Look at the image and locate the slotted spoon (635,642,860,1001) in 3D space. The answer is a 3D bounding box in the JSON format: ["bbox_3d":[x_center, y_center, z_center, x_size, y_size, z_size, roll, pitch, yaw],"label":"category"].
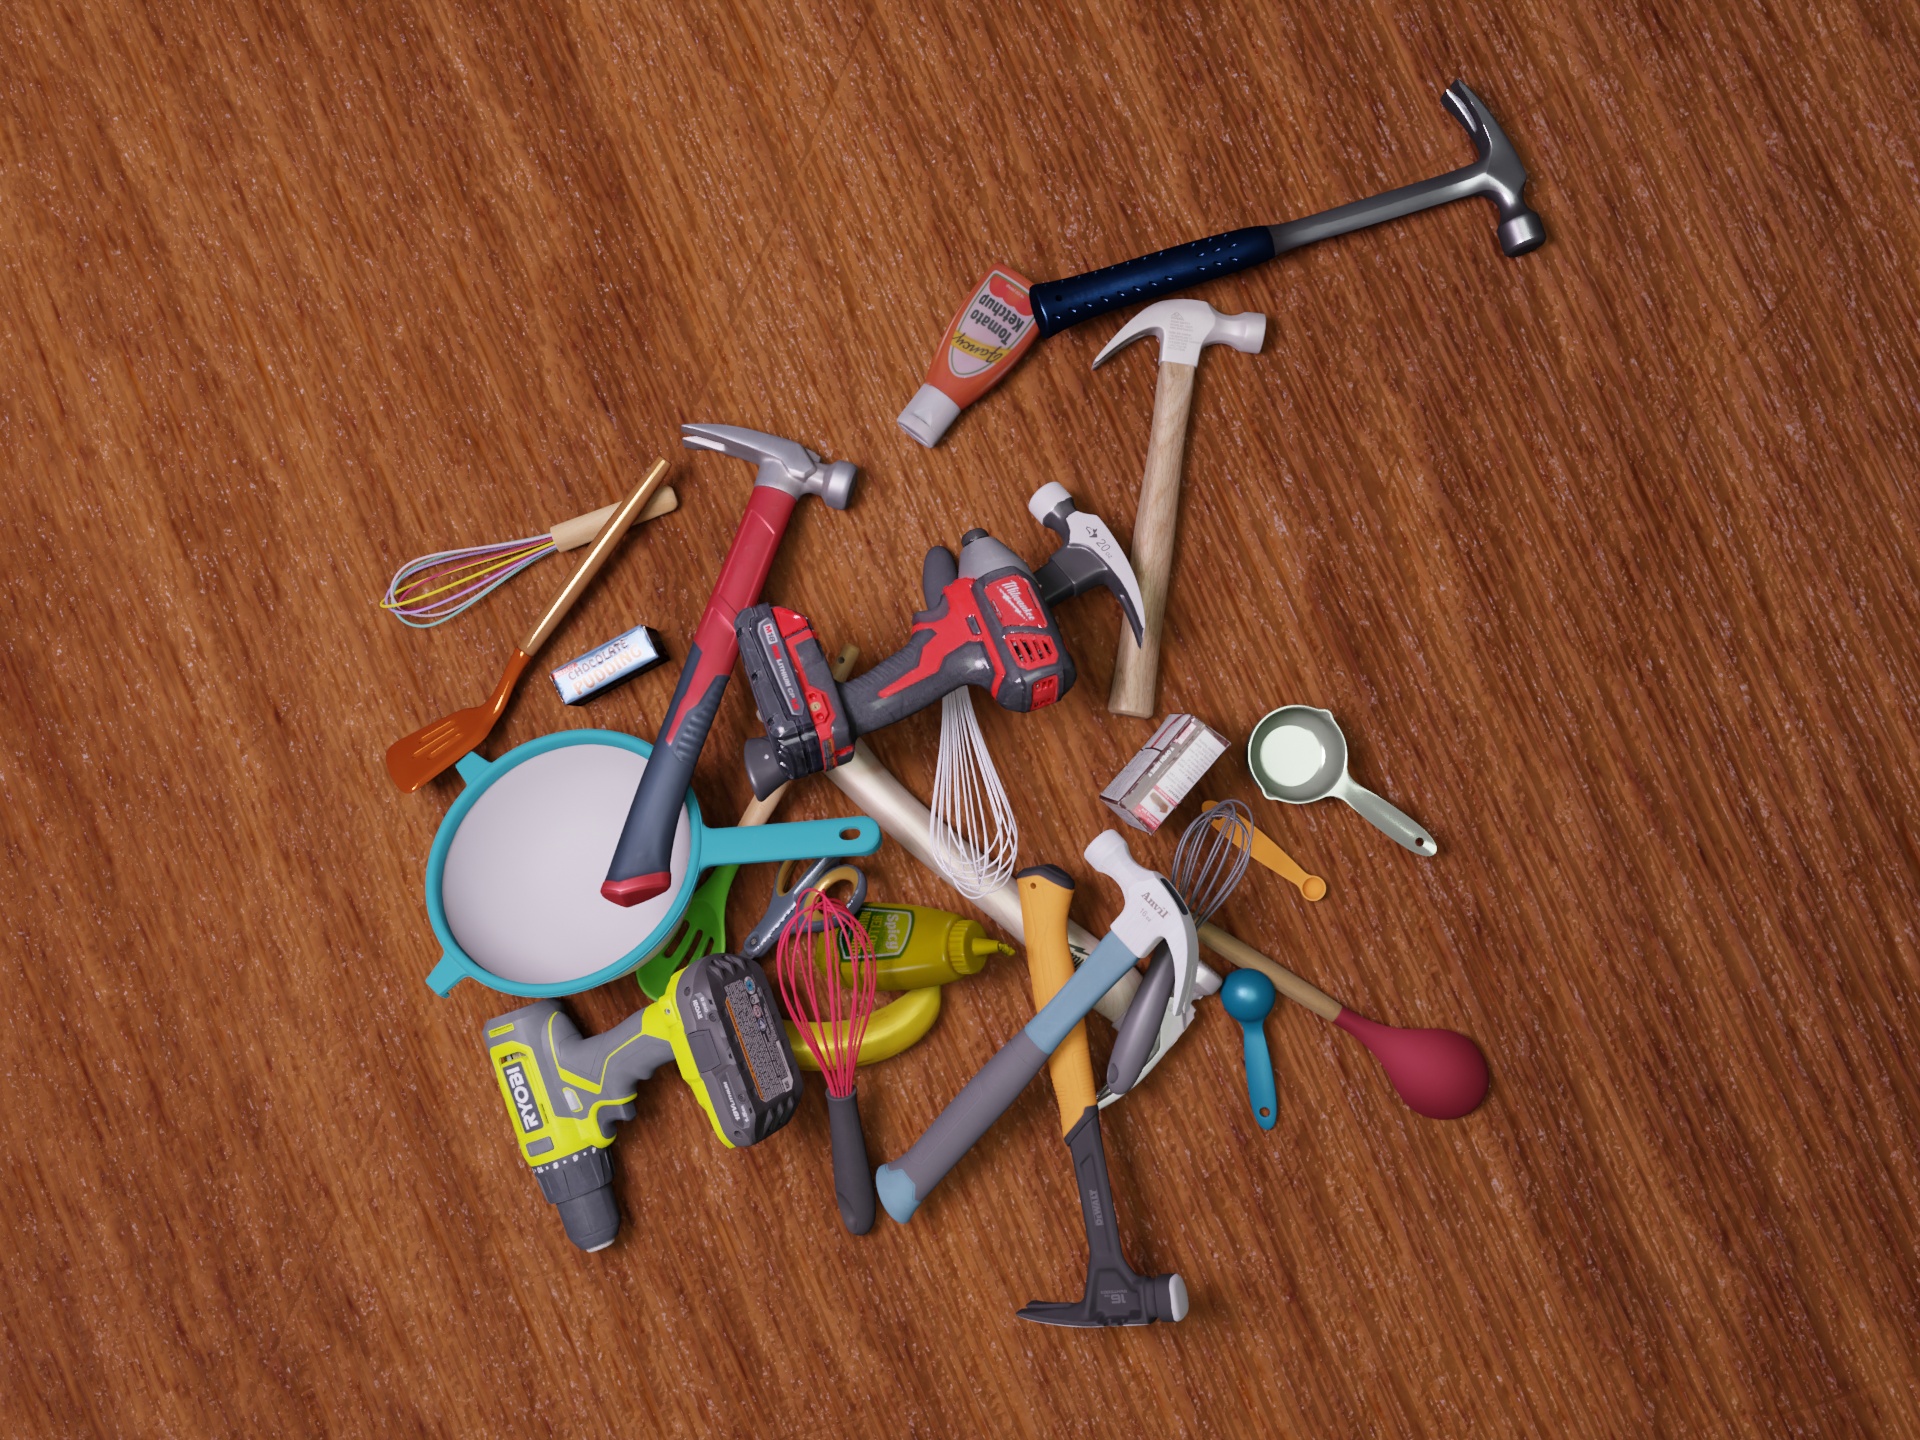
[{"bbox_3d":[-0.157,0.079,1.223,0.070,0.031,0.314,32,96,19],"label":"slotted spoon"}]

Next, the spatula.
[{"bbox_3d":[-0.330,-0.077,1.232,0.041,0.081,0.322,35,93,-39],"label":"spatula"}]

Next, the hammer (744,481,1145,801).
[{"bbox_3d":[-0.015,-0.041,1.181,0.335,0.035,0.146,-33,68,-12],"label":"hammer"}]

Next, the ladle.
[{"bbox_3d":[0.269,0.211,1.228,0.315,0.031,0.069,31,89,4],"label":"ladle"}]

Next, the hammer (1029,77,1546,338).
[{"bbox_3d":[0.248,-0.381,1.237,0.405,0.035,0.144,-18,86,-6],"label":"hammer"}]

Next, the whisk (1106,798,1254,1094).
[{"bbox_3d":[0.160,0.169,1.183,0.055,0.055,0.239,21,94,2],"label":"whisk"}]

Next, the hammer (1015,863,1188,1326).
[{"bbox_3d":[0.078,0.275,1.179,0.127,0.034,0.337,-12,83,25],"label":"hammer"}]

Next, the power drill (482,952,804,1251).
[{"bbox_3d":[-0.237,0.282,1.182,0.228,0.080,0.190,-22,85,23],"label":"power drill"}]

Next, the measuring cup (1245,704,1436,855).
[{"bbox_3d":[0.294,0.053,1.231,0.167,0.038,0.083,36,88,1],"label":"measuring cup"}]

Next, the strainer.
[{"bbox_3d":[-0.221,0.113,1.192,0.340,0.095,0.211,-5,61,6],"label":"strainer"}]

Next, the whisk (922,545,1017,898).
[{"bbox_3d":[-0.003,-0.003,1.212,0.070,0.070,0.285,-8,70,1],"label":"whisk"}]

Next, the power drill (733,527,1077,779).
[{"bbox_3d":[-0.041,-0.053,1.129,0.219,0.078,0.143,-18,66,-9],"label":"power drill"}]

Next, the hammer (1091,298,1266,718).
[{"bbox_3d":[0.153,-0.167,1.249,0.130,0.031,0.331,8,87,1],"label":"hammer"}]

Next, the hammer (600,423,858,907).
[{"bbox_3d":[-0.201,-0.049,1.185,0.143,0.038,0.386,17,67,2],"label":"hammer"}]

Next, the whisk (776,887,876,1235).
[{"bbox_3d":[-0.090,0.258,1.176,0.073,0.073,0.295,-5,111,1],"label":"whisk"}]

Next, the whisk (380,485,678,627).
[{"bbox_3d":[-0.339,-0.132,1.252,0.245,0.047,0.051,-21,85,-3],"label":"whisk"}]

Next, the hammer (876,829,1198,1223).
[{"bbox_3d":[0.047,0.241,1.159,0.128,0.033,0.331,46,106,21],"label":"hammer"}]

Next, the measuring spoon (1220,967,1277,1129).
[{"bbox_3d":[0.226,0.255,1.218,0.042,0.021,0.128,-8,95,17],"label":"measuring spoon"}]

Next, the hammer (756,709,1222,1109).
[{"bbox_3d":[0.000,0.123,1.233,0.410,0.038,0.146,40,90,3],"label":"hammer"}]

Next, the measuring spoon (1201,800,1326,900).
[{"bbox_3d":[0.236,0.101,1.244,0.117,0.011,0.021,38,88,7],"label":"measuring spoon"}]
